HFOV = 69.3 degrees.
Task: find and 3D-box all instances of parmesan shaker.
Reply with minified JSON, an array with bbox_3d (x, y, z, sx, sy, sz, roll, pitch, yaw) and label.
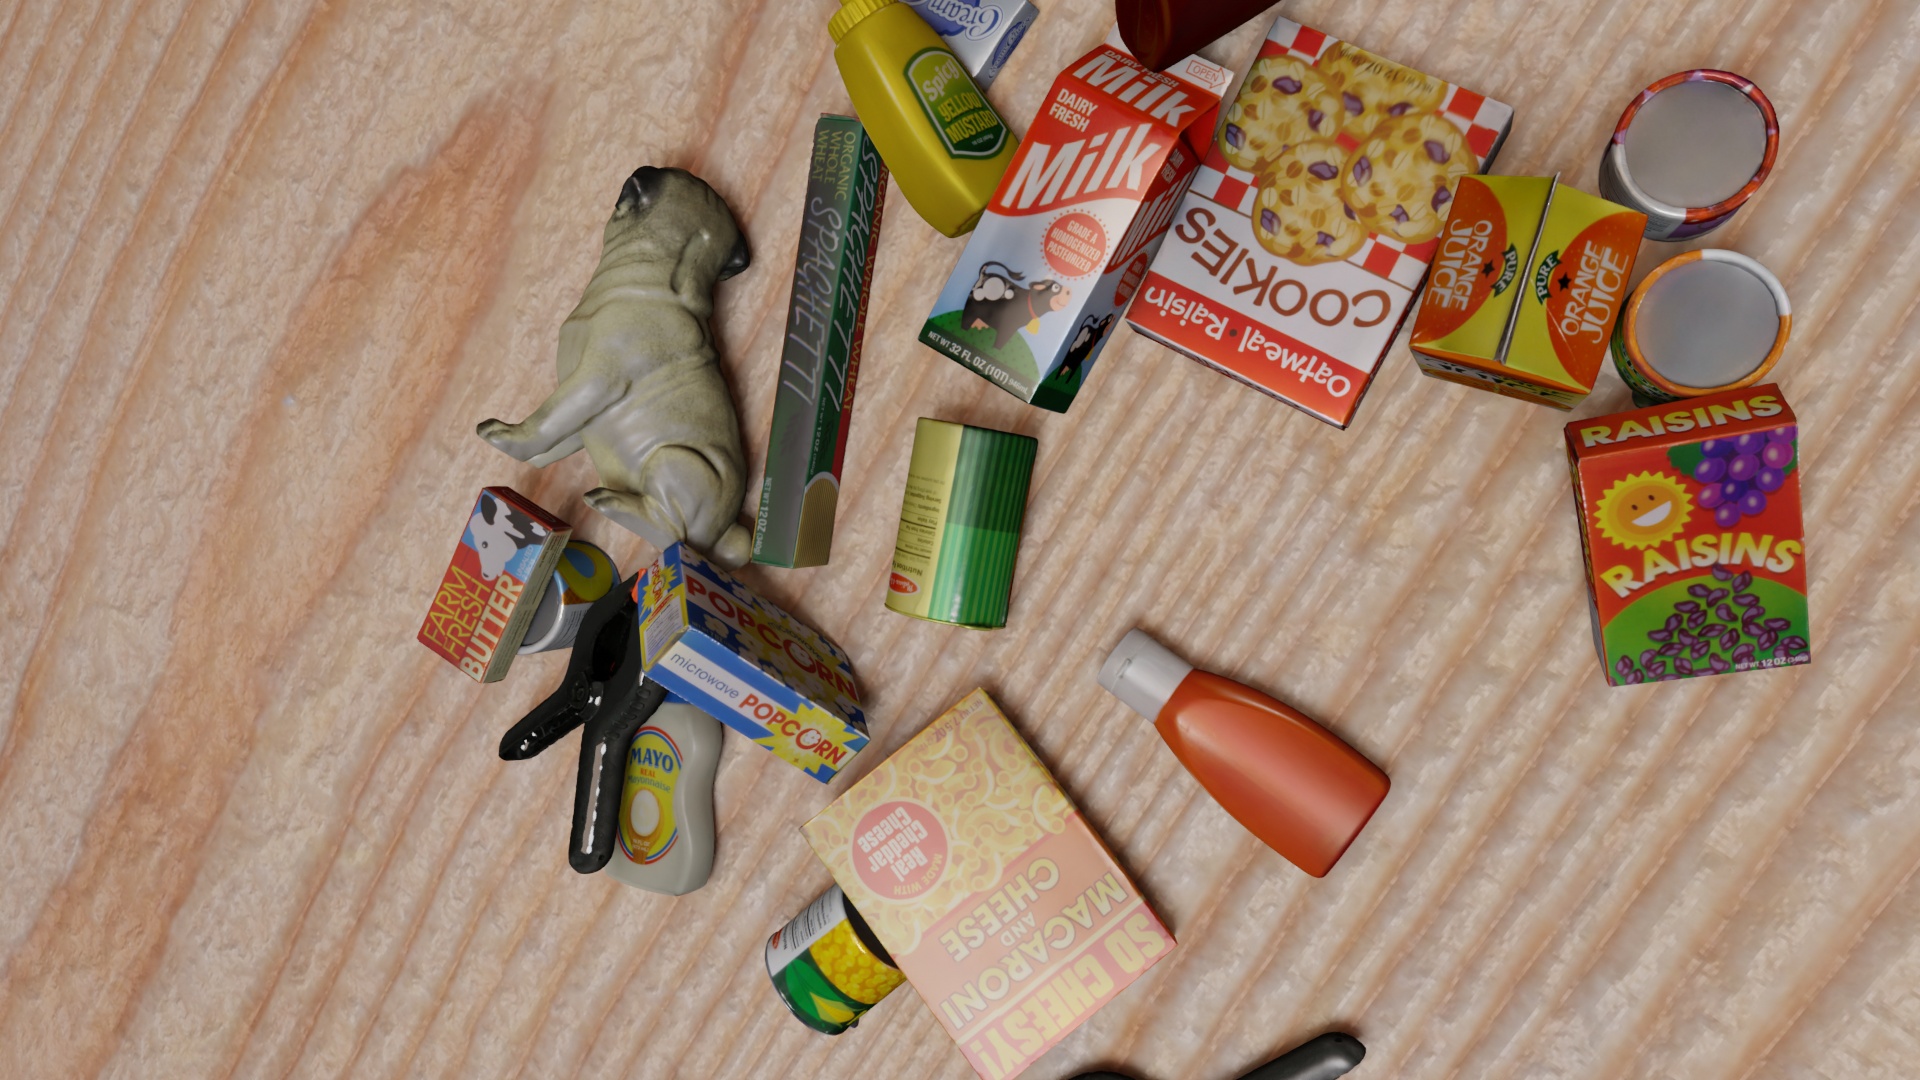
[{"bbox_3d":[0.003,-0.009,0.736,0.071,0.071,0.103,12,94,19],"label":"parmesan shaker"}]

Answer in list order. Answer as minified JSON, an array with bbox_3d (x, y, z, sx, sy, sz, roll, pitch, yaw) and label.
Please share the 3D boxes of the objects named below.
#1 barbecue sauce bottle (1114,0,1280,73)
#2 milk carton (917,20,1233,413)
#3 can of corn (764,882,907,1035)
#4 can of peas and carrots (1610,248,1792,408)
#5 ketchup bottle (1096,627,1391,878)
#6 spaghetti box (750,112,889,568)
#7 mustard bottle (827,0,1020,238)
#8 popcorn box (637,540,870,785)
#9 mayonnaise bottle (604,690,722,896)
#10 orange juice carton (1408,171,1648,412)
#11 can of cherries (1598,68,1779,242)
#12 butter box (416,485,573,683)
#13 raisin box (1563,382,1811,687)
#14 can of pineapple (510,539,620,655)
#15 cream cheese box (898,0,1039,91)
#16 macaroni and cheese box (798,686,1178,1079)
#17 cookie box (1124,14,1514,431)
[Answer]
[{"bbox_3d":[0.146,-0.285,0.667,0.149,0.064,0.044,-32,69,-10],"label":"barbecue sauce bottle"},{"bbox_3d":[0.062,-0.166,0.711,0.072,0.073,0.190,31,100,16],"label":"milk carton"},{"bbox_3d":[-0.062,0.228,0.765,0.058,0.071,0.071,-42,78,15],"label":"can of corn"},{"bbox_3d":[0.330,-0.092,0.625,0.071,0.059,0.071,0,91,20],"label":"can of peas and carrots"},{"bbox_3d":[0.138,0.101,0.703,0.149,0.043,0.064,36,101,16],"label":"ketchup bottle"},{"bbox_3d":[-0.077,-0.108,0.774,0.029,0.050,0.249,10,94,17],"label":"spaghetti box"},{"bbox_3d":[-0.028,-0.239,0.732,0.160,0.065,0.048,55,142,-4],"label":"mustard bottle"},{"bbox_3d":[-0.111,0.065,0.737,0.038,0.085,0.126,-45,121,11],"label":"popcorn box"},{"bbox_3d":[-0.171,0.128,0.814,0.065,0.041,0.148,8,93,25],"label":"mayonnaise bottle"},{"bbox_3d":[0.238,-0.102,0.587,0.073,0.193,0.071,19,98,19],"label":"orange juice carton"},{"bbox_3d":[0.328,-0.174,0.625,0.071,0.058,0.071,0,91,20],"label":"can of cherries"},{"bbox_3d":[-0.266,0.026,0.792,0.053,0.024,0.103,30,101,16],"label":"butter box"},{"bbox_3d":[0.321,0.000,0.612,0.086,0.040,0.123,-10,118,20],"label":"raisin box"},{"bbox_3d":[-0.248,0.032,0.831,0.071,0.058,0.071,0,91,20],"label":"can of pineapple"},{"bbox_3d":[-0.013,-0.297,0.763,0.104,0.024,0.053,39,104,15],"label":"cream cheese box"},{"bbox_3d":[0.015,0.181,0.734,0.124,0.040,0.166,-38,79,-2],"label":"macaroni and cheese box"},{"bbox_3d":[0.175,-0.155,0.690,0.123,0.040,0.167,29,99,17],"label":"cookie box"}]
